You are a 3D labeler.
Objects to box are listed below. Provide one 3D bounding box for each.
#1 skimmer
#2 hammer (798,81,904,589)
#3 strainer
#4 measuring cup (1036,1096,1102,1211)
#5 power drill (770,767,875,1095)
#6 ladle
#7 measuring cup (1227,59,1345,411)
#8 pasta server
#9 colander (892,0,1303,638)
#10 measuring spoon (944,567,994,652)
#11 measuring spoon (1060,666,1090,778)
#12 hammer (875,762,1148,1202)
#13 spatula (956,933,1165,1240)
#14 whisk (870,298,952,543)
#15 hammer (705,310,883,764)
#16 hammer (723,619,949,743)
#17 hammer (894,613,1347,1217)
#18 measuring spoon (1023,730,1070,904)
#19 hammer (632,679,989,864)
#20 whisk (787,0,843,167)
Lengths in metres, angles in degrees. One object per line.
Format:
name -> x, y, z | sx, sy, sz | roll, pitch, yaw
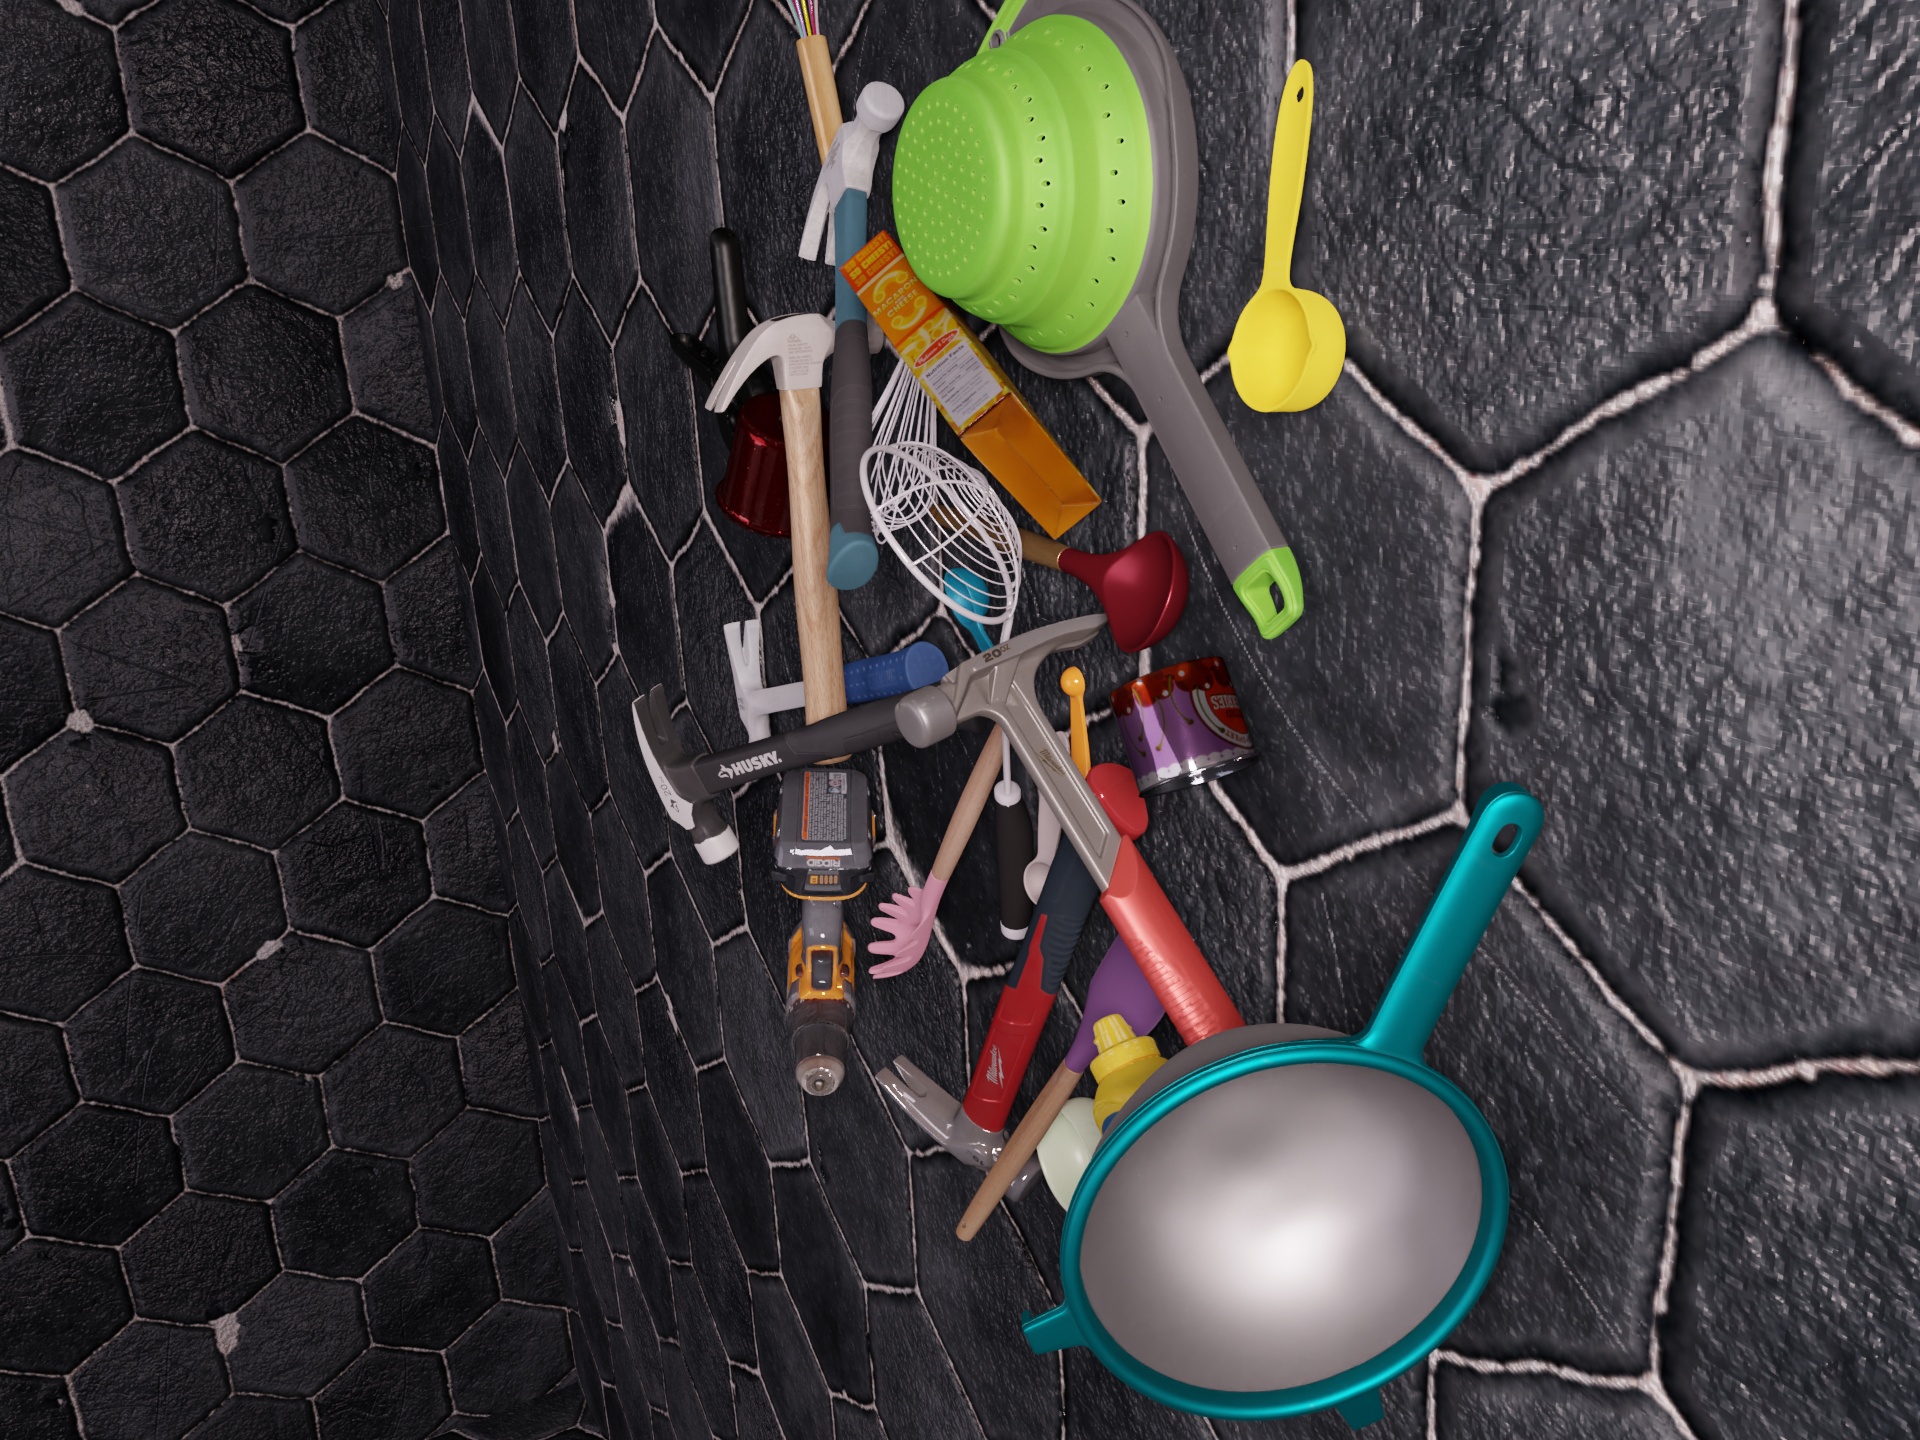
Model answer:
skimmer -> -0.002, -0.003, 1.013 | 0.127, 0.090, 0.363 | -83, -9, -56
hammer -> -0.072, -0.246, 1.047 | 0.128, 0.033, 0.331 | 143, 130, -60
strainer -> 0.169, 0.167, 0.750 | 0.095, 0.211, 0.340 | -110, 40, -69
measuring cup -> 0.106, 0.289, 1.025 | 0.168, 0.038, 0.083 | -2, 99, 61
power drill -> -0.114, 0.176, 1.309 | 0.186, 0.084, 0.226 | -96, 9, -57
ladle -> 0.051, -0.102, 0.974 | 0.316, 0.031, 0.069 | 32, 105, 59
measuring cup -> 0.157, -0.220, 0.730 | 0.062, 0.029, 0.156 | 17, 104, 61
pasta server -> -0.015, 0.098, 1.181 | 0.316, 0.040, 0.060 | 112, 159, -47
colander -> 0.058, -0.213, 0.827 | 0.204, 0.094, 0.397 | -49, 59, 53
measuring spoon -> 0.028, -0.048, 1.065 | 0.129, 0.021, 0.042 | 61, 159, 12
measuring spoon -> 0.072, 0.023, 1.004 | 0.021, 0.011, 0.117 | 23, 121, 59
hammer -> 0.037, 0.168, 1.068 | 0.143, 0.038, 0.386 | 36, 133, 22
spatula -> 0.064, 0.242, 1.032 | 0.060, 0.018, 0.315 | 56, 132, 38
whisk -> -0.026, -0.237, 1.047 | 0.070, 0.070, 0.284 | 56, 142, 37
hammer -> -0.111, -0.127, 1.165 | 0.031, 0.130, 0.331 | 26, 123, 58
hammer -> -0.114, -0.031, 1.324 | 0.405, 0.035, 0.144 | -7, 94, 64
hammer -> 0.112, 0.110, 0.884 | 0.359, 0.149, 0.036 | 59, 150, 12
measuring spoon -> 0.064, 0.065, 1.042 | 0.034, 0.018, 0.124 | 20, 113, 38
hammer -> -0.110, 0.012, 1.164 | 0.335, 0.035, 0.146 | -16, 107, 39
whisk -> -0.111, -0.500, 1.113 | 0.047, 0.051, 0.245 | 1, 105, 57
